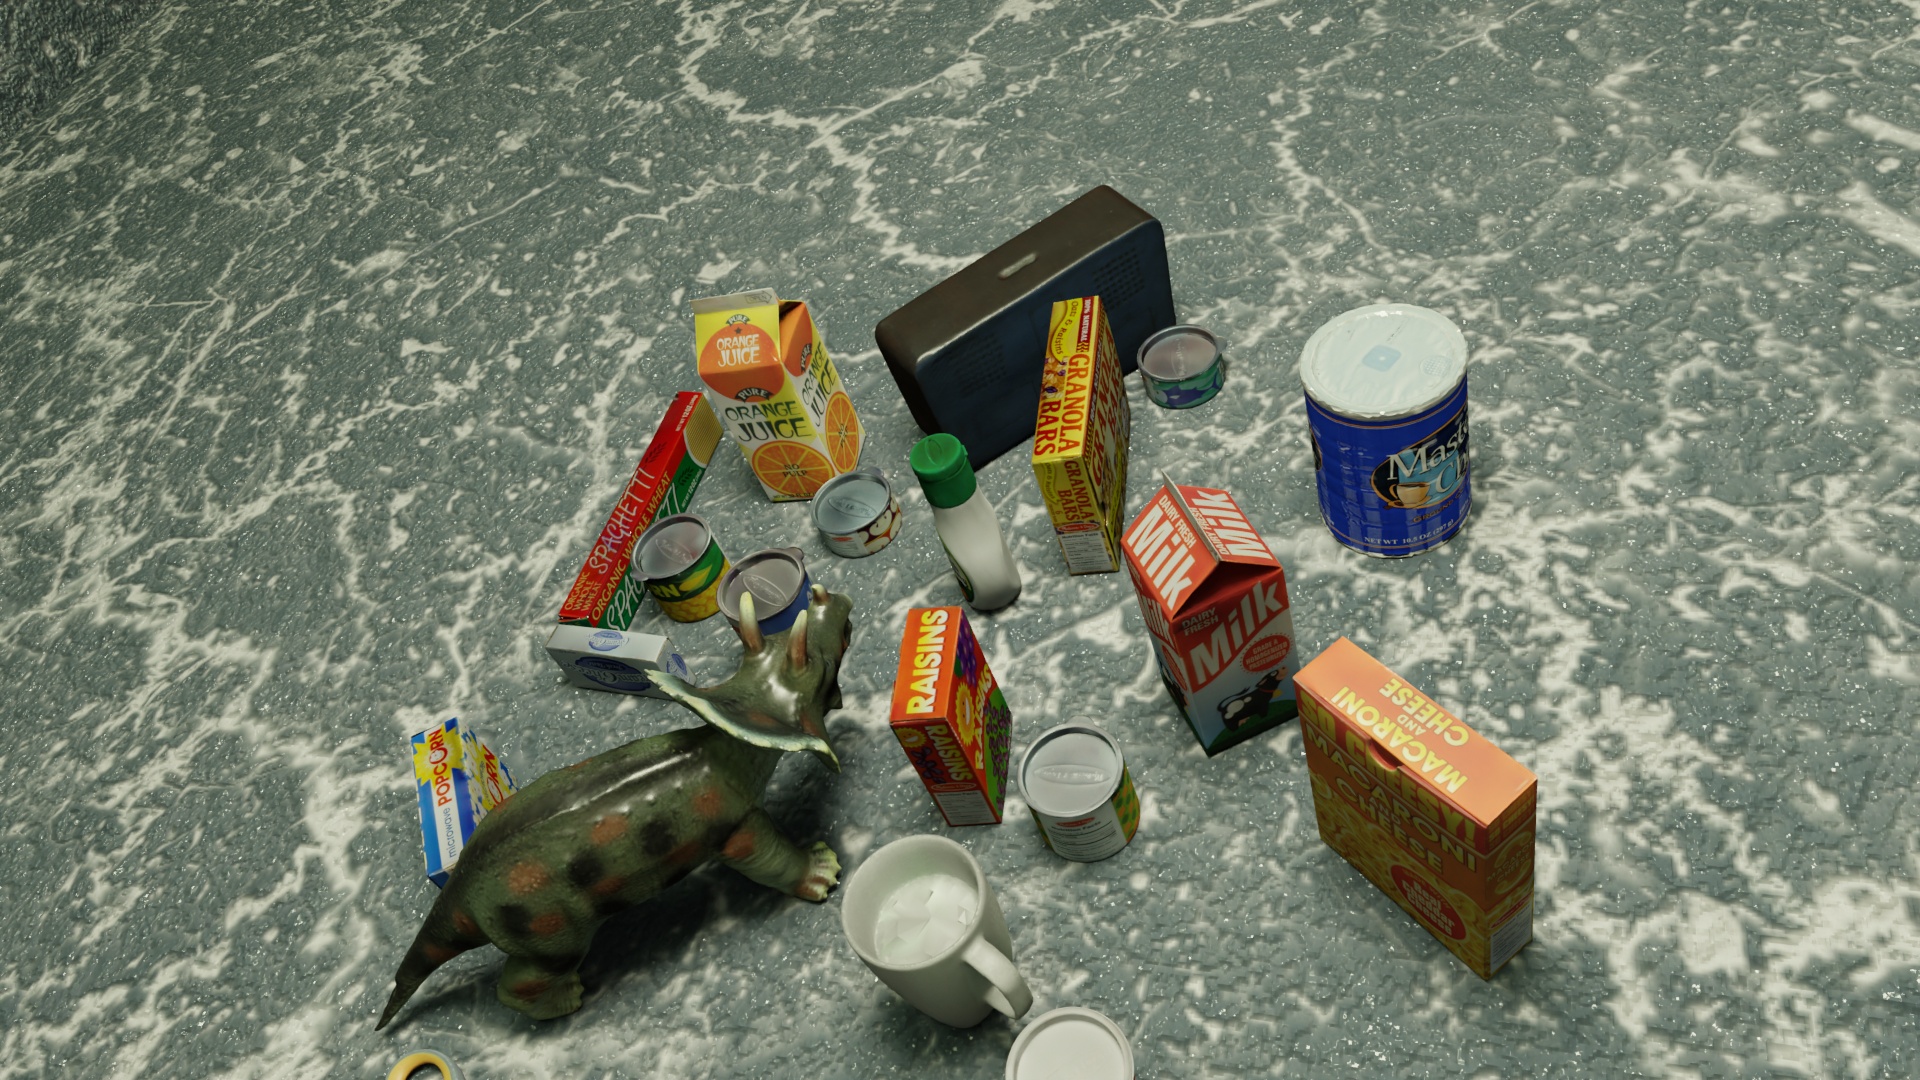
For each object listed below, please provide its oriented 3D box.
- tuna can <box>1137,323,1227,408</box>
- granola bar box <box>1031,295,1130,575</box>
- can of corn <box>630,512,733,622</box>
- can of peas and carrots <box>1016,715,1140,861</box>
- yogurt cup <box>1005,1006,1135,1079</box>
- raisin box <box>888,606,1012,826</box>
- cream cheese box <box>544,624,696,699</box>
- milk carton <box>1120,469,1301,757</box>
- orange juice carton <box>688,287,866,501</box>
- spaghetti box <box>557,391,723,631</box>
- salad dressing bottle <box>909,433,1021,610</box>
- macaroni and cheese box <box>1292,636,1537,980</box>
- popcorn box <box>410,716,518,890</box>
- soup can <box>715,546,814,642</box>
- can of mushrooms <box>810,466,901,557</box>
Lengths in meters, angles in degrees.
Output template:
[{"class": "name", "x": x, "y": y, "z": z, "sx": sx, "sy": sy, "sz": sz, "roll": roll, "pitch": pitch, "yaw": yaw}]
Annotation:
[{"class": "tuna can", "x": 0.178, "y": -0.138, "z": 1.098, "sx": 0.071, "sy": 0.032, "sz": 0.071, "roll": -11, "pitch": 47, "yaw": 12}, {"class": "granola bar box", "x": 0.092, "y": -0.077, "z": 1.011, "sx": 0.039, "sy": 0.123, "sz": 0.166, "roll": -5, "pitch": 48, "yaw": 17}, {"class": "can of corn", "x": -0.216, "y": 0.024, "z": 1.084, "sx": 0.071, "sy": 0.058, "sz": 0.071, "roll": -11, "pitch": 47, "yaw": 12}, {"class": "can of peas and carrots", "x": 0.074, "y": 0.153, "z": 0.854, "sx": 0.071, "sy": 0.058, "sz": 0.071, "roll": -11, "pitch": 47, "yaw": 12}, {"class": "yogurt cup", "x": 0.063, "y": 0.290, "z": 0.737, "sx": 0.072, "sy": 0.053, "sz": 0.073, "roll": -11, "pitch": 47, "yaw": 12}, {"class": "raisin box", "x": -0.004, "y": 0.112, "z": 0.876, "sx": 0.040, "sy": 0.122, "sz": 0.086, "roll": -6, "pitch": 48, "yaw": 17}, {"class": "cream cheese box", "x": -0.254, "y": 0.091, "z": 1.040, "sx": 0.104, "sy": 0.053, "sz": 0.024, "roll": 4, "pitch": 51, "yaw": 24}, {"class": "milk carton", "x": 0.151, "y": 0.041, "z": 0.834, "sx": 0.073, "sy": 0.189, "sz": 0.072, "roll": -25, "pitch": 45, "yaw": -2}, {"class": "orange juice carton", "x": -0.144, "y": -0.121, "z": 1.094, "sx": 0.072, "sy": 0.191, "sz": 0.073, "roll": -4, "pitch": 49, "yaw": 18}, {"class": "spaghetti box", "x": -0.259, "y": -0.019, "z": 1.145, "sx": 0.028, "sy": 0.050, "sz": 0.251, "roll": 1, "pitch": 50, "yaw": 22}, {"class": "salad dressing bottle", "x": 0.003, "y": -0.012, "z": 0.970, "sx": 0.044, "sy": 0.147, "sz": 0.064, "roll": -23, "pitch": 45, "yaw": 0}, {"class": "macaroni and cheese box", "x": 0.238, "y": 0.142, "z": 0.726, "sx": 0.040, "sy": 0.165, "sz": 0.124, "roll": -37, "pitch": 47, "yaw": -13}, {"class": "popcorn box", "x": -0.334, "y": 0.195, "z": 0.954, "sx": 0.038, "sy": 0.085, "sz": 0.127, "roll": -27, "pitch": 45, "yaw": -4}, {"class": "soup can", "x": -0.127, "y": 0.055, "z": 1.003, "sx": 0.071, "sy": 0.083, "sz": 0.072, "roll": -11, "pitch": 47, "yaw": 12}, {"class": "can of mushrooms", "x": -0.080, "y": -0.022, "z": 1.091, "sx": 0.071, "sy": 0.033, "sz": 0.071, "roll": -11, "pitch": 47, "yaw": 12}]
